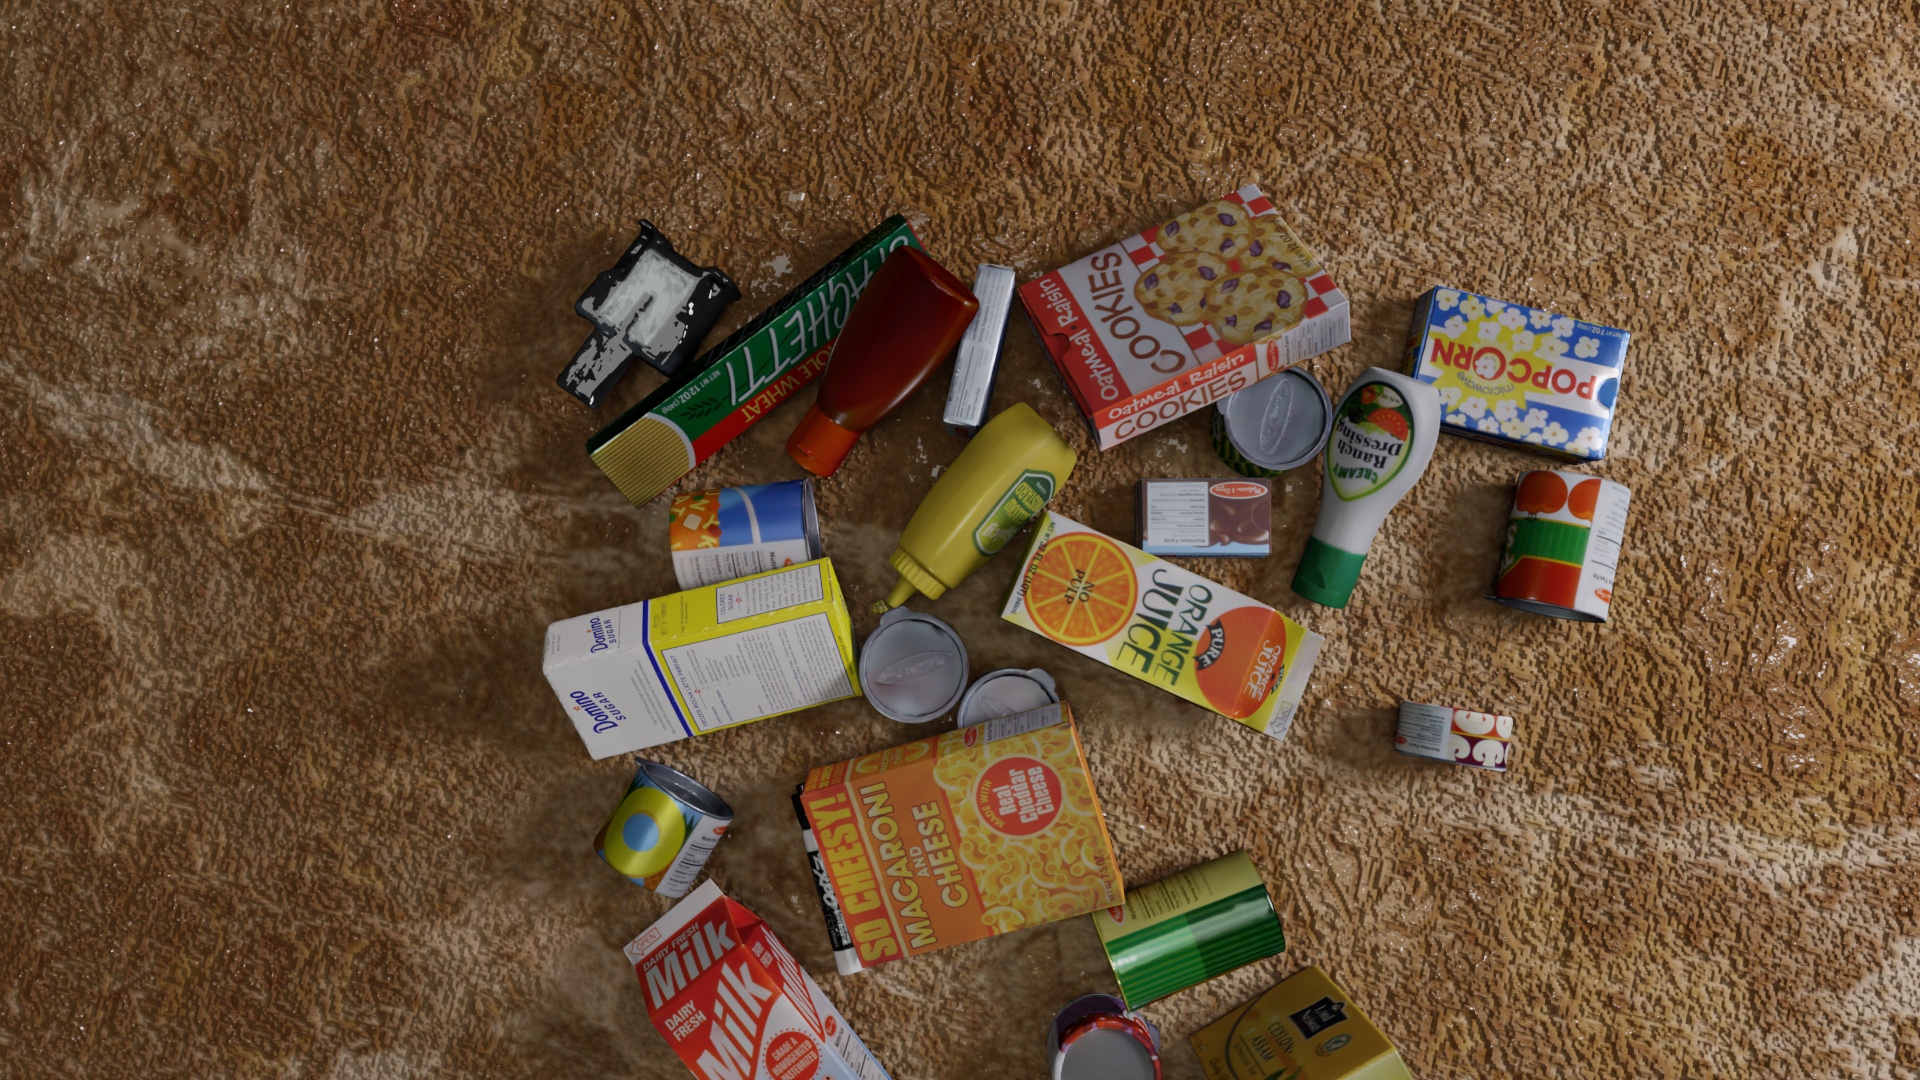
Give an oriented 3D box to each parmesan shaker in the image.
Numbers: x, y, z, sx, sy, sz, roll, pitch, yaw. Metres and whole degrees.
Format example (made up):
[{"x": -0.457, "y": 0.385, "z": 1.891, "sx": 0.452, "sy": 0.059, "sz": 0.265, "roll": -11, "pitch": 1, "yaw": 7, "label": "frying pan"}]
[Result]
[{"x": 0.138, "y": 0.238, "z": 0.844, "sx": 0.103, "sy": 0.071, "sz": 0.071, "roll": -20, "pitch": 87, "yaw": -1, "label": "parmesan shaker"}]

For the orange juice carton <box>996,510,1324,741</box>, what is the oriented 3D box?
[{"x": 0.123, "y": 0.053, "z": 0.855, "sx": 0.193, "sy": 0.073, "sz": 0.072, "roll": 24, "pitch": 87, "yaw": 2, "label": "orange juice carton"}]

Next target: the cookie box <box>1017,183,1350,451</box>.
[{"x": 0.134, "y": -0.140, "z": 0.855, "sx": 0.167, "sy": 0.040, "sz": 0.123, "roll": -24, "pitch": 53, "yaw": -1, "label": "cookie box"}]

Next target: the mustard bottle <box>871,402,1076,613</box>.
[{"x": 0.003, "y": -0.011, "z": 0.866, "sx": 0.160, "sy": 0.065, "sz": 0.049, "roll": -48, "pitch": 58, "yaw": 2, "label": "mustard bottle"}]

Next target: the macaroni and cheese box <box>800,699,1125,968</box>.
[{"x": 0.003, "y": 0.179, "z": 0.842, "sx": 0.166, "sy": 0.040, "sz": 0.123, "roll": -16, "pitch": 103, "yaw": 6, "label": "macaroni and cheese box"}]

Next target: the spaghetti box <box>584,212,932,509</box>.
[{"x": -0.122, "y": -0.114, "z": 0.880, "sx": 0.250, "sy": 0.029, "sz": 0.050, "roll": -37, "pitch": 121, "yaw": -2, "label": "spaghetti box"}]

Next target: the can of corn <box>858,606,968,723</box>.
[{"x": -0.029, "y": 0.076, "z": 0.862, "sx": 0.071, "sy": 0.058, "sz": 0.071, "roll": 0, "pitch": 87, "yaw": 1, "label": "can of corn"}]

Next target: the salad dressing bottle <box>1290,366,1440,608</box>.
[{"x": 0.247, "y": -0.031, "z": 0.858, "sx": 0.064, "sy": 0.044, "sz": 0.147, "roll": 27, "pitch": 107, "yaw": 35, "label": "salad dressing bottle"}]

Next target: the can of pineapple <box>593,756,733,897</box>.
[{"x": -0.184, "y": 0.176, "z": 0.854, "sx": 0.071, "sy": 0.071, "sz": 0.058, "roll": 32, "pitch": 88, "yaw": 2, "label": "can of pineapple"}]

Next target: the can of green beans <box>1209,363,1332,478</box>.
[{"x": 0.193, "y": -0.074, "z": 0.871, "sx": 0.071, "sy": 0.058, "sz": 0.071, "roll": 0, "pitch": 87, "yaw": 1, "label": "can of green beans"}]

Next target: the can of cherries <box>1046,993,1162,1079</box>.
[{"x": 0.089, "y": 0.316, "z": 0.845, "sx": 0.071, "sy": 0.058, "sz": 0.071, "roll": 0, "pitch": 87, "yaw": 1, "label": "can of cherries"}]

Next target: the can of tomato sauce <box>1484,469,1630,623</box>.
[{"x": 0.370, "y": 0.003, "z": 0.861, "sx": 0.071, "sy": 0.071, "sz": 0.083, "roll": 13, "pitch": 86, "yaw": 1, "label": "can of tomato sauce"}]

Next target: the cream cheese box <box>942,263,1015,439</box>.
[{"x": 0.013, "y": -0.119, "z": 0.878, "sx": 0.024, "sy": 0.053, "sz": 0.104, "roll": 13, "pitch": 86, "yaw": 3, "label": "cream cheese box"}]

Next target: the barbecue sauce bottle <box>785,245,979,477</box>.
[{"x": -0.054, "y": -0.106, "z": 0.860, "sx": 0.065, "sy": 0.044, "sz": 0.148, "roll": 42, "pitch": 109, "yaw": 12, "label": "barbecue sauce bottle"}]

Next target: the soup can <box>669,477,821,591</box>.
[{"x": -0.133, "y": -0.004, "z": 0.867, "sx": 0.084, "sy": 0.071, "sz": 0.071, "roll": -6, "pitch": 86, "yaw": 1, "label": "soup can"}]

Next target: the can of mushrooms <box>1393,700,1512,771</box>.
[{"x": 0.305, "y": 0.120, "z": 0.854, "sx": 0.071, "sy": 0.071, "sz": 0.033, "roll": 9, "pitch": 86, "yaw": 1, "label": "can of mushrooms"}]

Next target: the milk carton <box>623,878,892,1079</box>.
[{"x": -0.119, "y": 0.300, "z": 0.841, "sx": 0.072, "sy": 0.073, "sz": 0.190, "roll": -39, "pitch": 86, "yaw": -1, "label": "milk carton"}]

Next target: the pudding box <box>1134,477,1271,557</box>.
[{"x": 0.153, "y": -0.014, "z": 0.881, "sx": 0.084, "sy": 0.030, "sz": 0.049, "roll": 0, "pitch": 85, "yaw": 0, "label": "pudding box"}]

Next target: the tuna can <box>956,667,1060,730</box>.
[{"x": 0.032, "y": 0.111, "z": 0.872, "sx": 0.071, "sy": 0.033, "sz": 0.071, "roll": 0, "pitch": 86, "yaw": 0, "label": "tuna can"}]

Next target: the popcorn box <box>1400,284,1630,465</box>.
[{"x": 0.347, "y": -0.104, "z": 0.882, "sx": 0.127, "sy": 0.038, "sz": 0.085, "roll": 14, "pitch": 85, "yaw": 2, "label": "popcorn box"}]
